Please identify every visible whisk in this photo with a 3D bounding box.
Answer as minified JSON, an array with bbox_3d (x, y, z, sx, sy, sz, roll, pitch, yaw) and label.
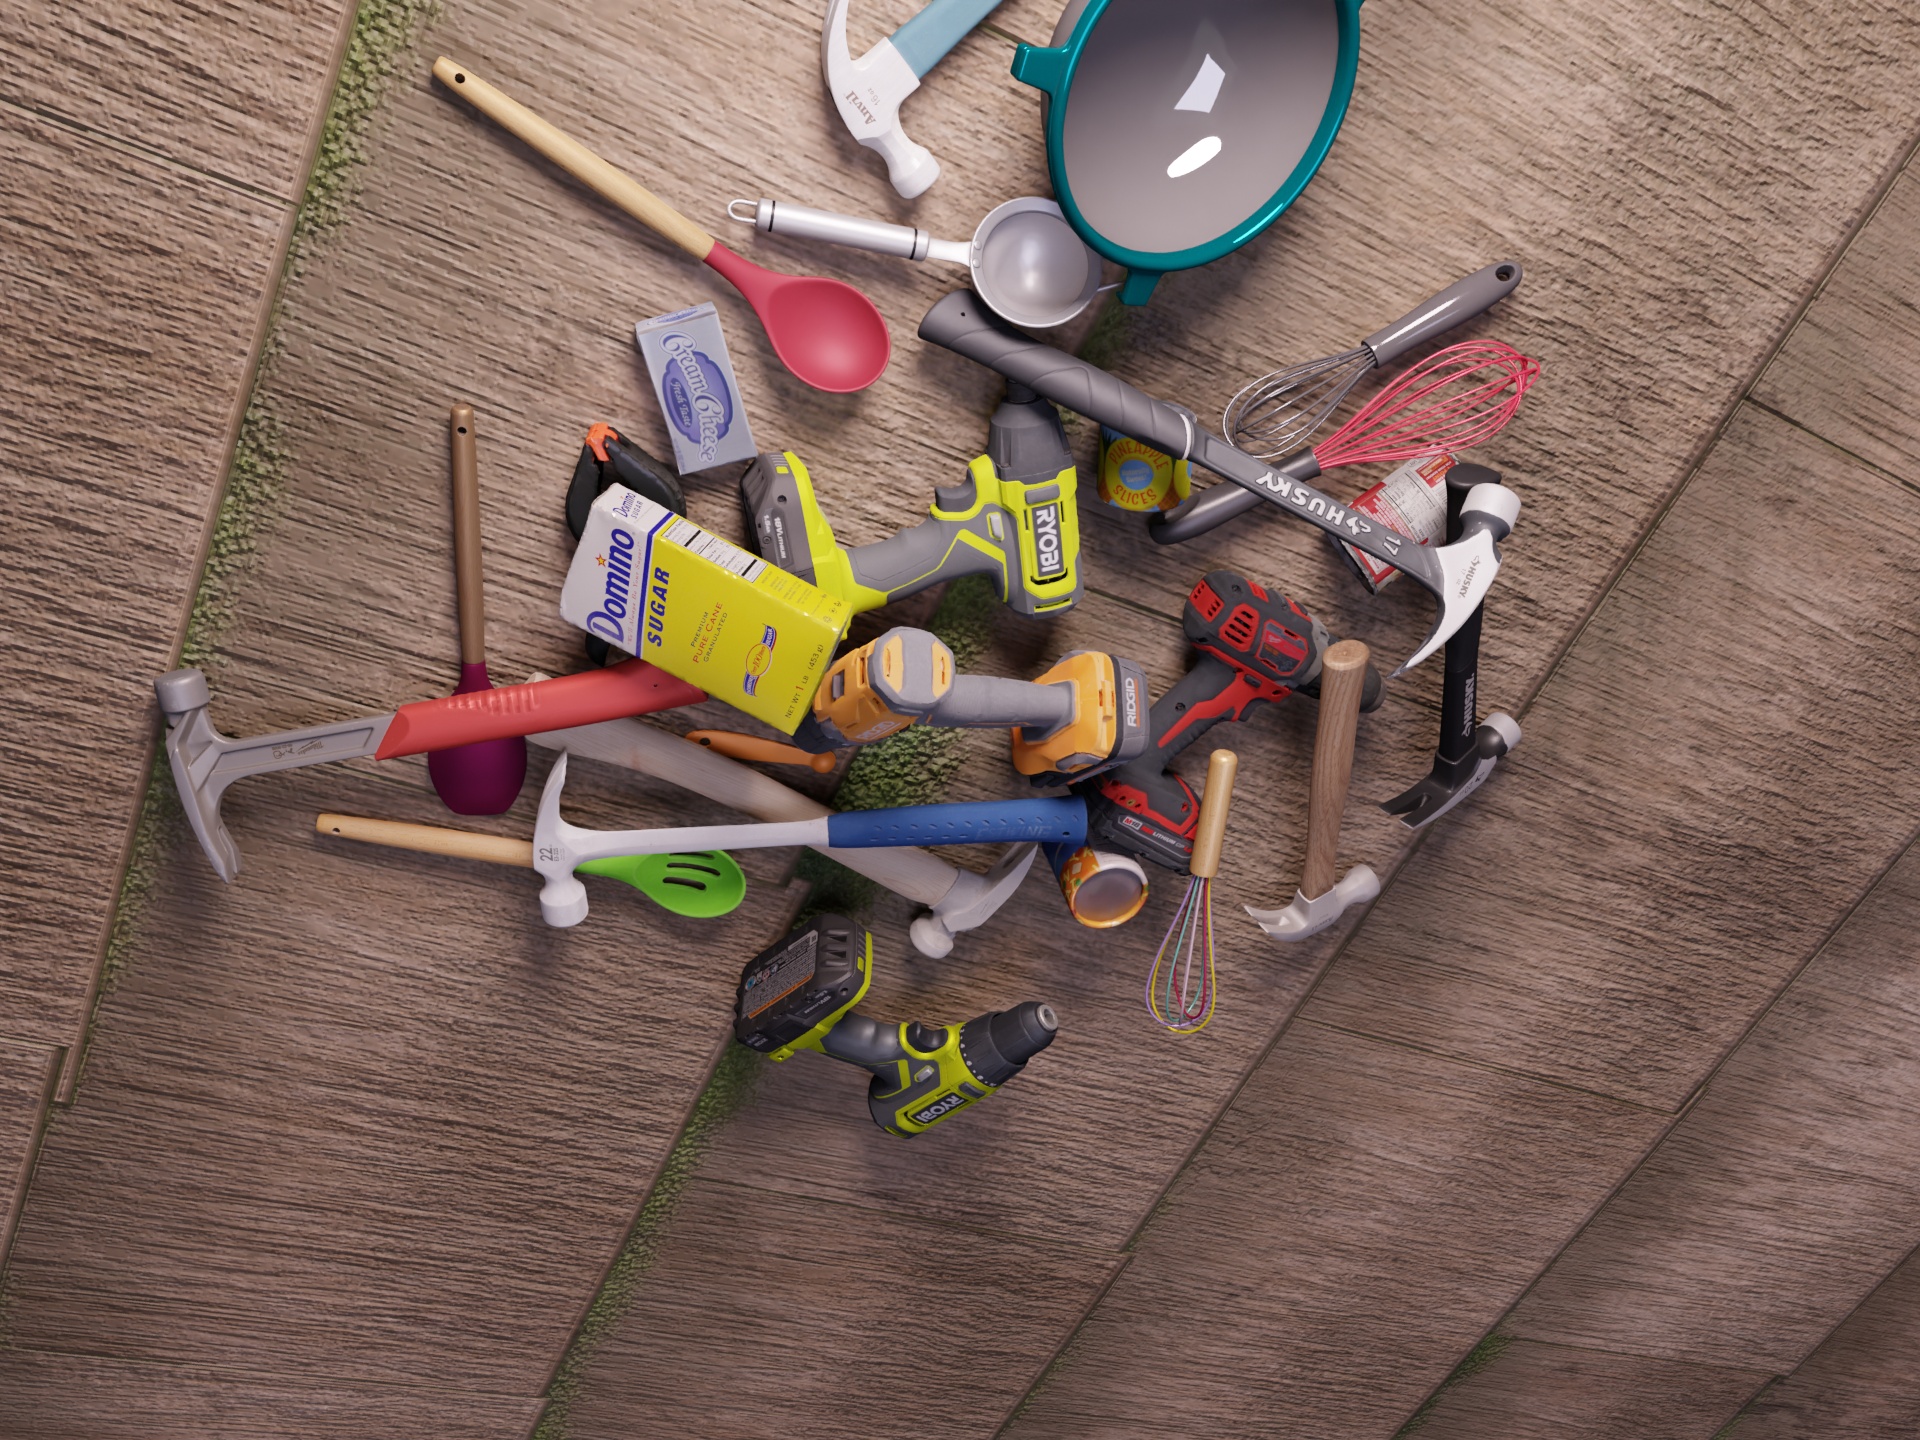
[{"bbox_3d":[0.290,-0.254,1.112,0.239,0.055,0.055,-31,124,1],"label":"whisk"},{"bbox_3d":[0.272,-0.194,1.139,0.296,0.073,0.073,-24,125,8],"label":"whisk"},{"bbox_3d":[0.189,0.137,1.236,0.051,0.047,0.244,-9,116,-34],"label":"whisk"}]

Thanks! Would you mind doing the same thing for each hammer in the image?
[{"bbox_3d":[0.160,-0.170,1.037,0.409,0.036,0.149,27,74,-1],"label":"hammer"},{"bbox_3d":[-0.350,0.011,1.082,0.359,0.037,0.149,-10,110,-2],"label":"hammer"},{"bbox_3d":[0.289,0.065,1.260,0.130,0.031,0.331,-27,140,-18],"label":"hammer"},{"bbox_3d":[-0.134,0.058,1.196,0.410,0.038,0.146,27,120,-26],"label":"hammer"},{"bbox_3d":[0.374,-0.055,1.198,0.146,0.035,0.334,-38,139,-20],"label":"hammer"},{"bbox_3d":[-0.108,0.078,1.170,0.405,0.035,0.144,-3,126,-7],"label":"hammer"},{"bbox_3d":[0.055,-0.462,0.927,0.331,0.033,0.128,-38,124,10],"label":"hammer"}]

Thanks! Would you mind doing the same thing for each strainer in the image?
[{"bbox_3d":[0.175,-0.424,0.948,0.340,0.095,0.210,-38,139,1],"label":"strainer"},{"bbox_3d":[-0.019,-0.299,1.006,0.258,0.050,0.087,8,83,-13],"label":"strainer"}]

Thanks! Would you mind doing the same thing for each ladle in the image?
[{"bbox_3d":[-0.176,-0.301,0.971,0.315,0.031,0.069,30,88,-26],"label":"ladle"}]

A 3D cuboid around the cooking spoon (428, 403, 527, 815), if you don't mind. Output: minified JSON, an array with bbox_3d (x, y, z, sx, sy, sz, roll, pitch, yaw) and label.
[{"bbox_3d":[-0.334,-0.064,1.086,0.068,0.017,0.318,0,122,-13],"label":"cooking spoon"}]

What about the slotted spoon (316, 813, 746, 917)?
[{"bbox_3d":[-0.316,0.100,1.191,0.313,0.031,0.070,11,118,-18],"label":"slotted spoon"}]

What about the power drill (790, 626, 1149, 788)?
[{"bbox_3d":[-0.002,-0.004,1.148,0.226,0.084,0.185,8,162,-28],"label":"power drill"}]

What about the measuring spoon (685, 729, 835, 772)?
[{"bbox_3d":[-0.149,0.024,1.194,0.116,0.011,0.021,11,118,-20],"label":"measuring spoon"}]

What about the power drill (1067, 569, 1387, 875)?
[{"bbox_3d":[0.210,0.008,1.242,0.187,0.080,0.226,26,109,-27],"label":"power drill"}]

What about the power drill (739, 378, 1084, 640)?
[{"bbox_3d":[-0.030,-0.138,1.087,0.223,0.080,0.171,-14,121,-10],"label":"power drill"}]

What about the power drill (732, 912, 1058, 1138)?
[{"bbox_3d":[-0.052,0.250,1.305,0.190,0.080,0.228,-36,125,29],"label":"power drill"}]
